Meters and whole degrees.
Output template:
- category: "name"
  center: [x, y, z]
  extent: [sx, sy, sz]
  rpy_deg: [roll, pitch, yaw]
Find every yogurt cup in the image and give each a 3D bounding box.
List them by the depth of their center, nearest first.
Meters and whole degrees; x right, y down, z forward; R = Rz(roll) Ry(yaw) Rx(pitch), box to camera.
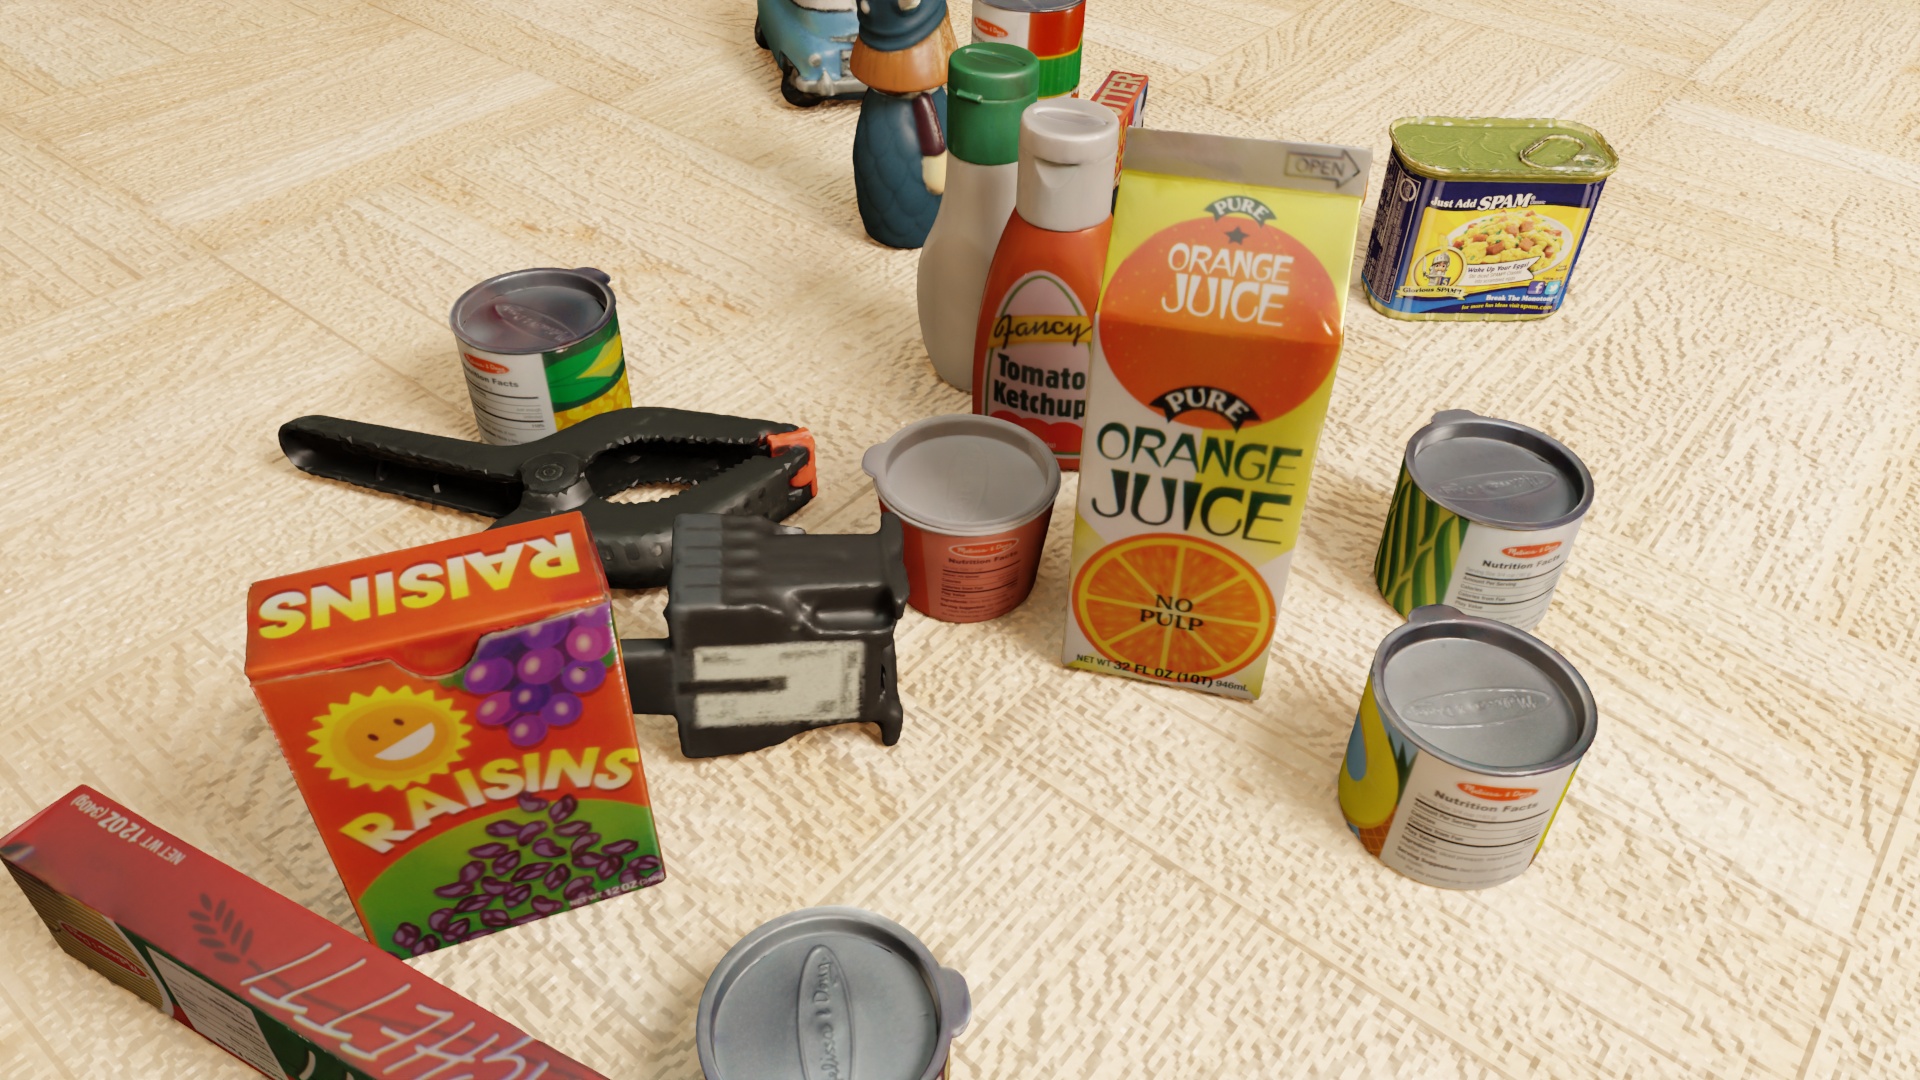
- category: "yogurt cup"
  center: [0.002, -0.006, 0.516]
  extent: [0.072, 0.053, 0.073]
  rpy_deg: [1, 41, -1]

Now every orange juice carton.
- category: "orange juice carton"
  center: [0.080, -0.042, 0.455]
  extent: [0.072, 0.191, 0.073]
  rpy_deg: [9, 41, 9]

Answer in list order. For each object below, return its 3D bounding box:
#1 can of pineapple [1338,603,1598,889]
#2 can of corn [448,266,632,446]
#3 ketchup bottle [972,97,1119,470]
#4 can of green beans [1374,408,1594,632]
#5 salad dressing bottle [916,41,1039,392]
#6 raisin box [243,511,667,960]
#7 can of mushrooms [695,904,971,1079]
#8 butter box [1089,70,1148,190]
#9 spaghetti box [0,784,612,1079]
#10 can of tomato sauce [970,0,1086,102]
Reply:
- category: "can of pineapple"
  center: [0.157, 0.065, 0.436]
  extent: [0.071, 0.057, 0.071]
  rpy_deg: [1, 41, -1]
- category: "can of corn"
  center: [-0.173, -0.075, 0.586]
  extent: [0.071, 0.058, 0.071]
  rpy_deg: [1, 41, -1]
- category: "ketchup bottle"
  center: [0.038, -0.099, 0.553]
  extent: [0.065, 0.148, 0.044]
  rpy_deg: [13, 42, 12]
- category: "can of green beans"
  center: [0.193, -0.004, 0.517]
  extent: [0.071, 0.057, 0.071]
  rpy_deg: [1, 41, -1]
- category: "salad dressing bottle"
  center: [0.012, -0.135, 0.594]
  extent: [0.064, 0.146, 0.044]
  rpy_deg: [24, 45, 24]
- category: "raisin box"
  center: [-0.134, 0.058, 0.385]
  extent: [0.086, 0.122, 0.040]
  rpy_deg: [-13, 43, -16]
- category: "can of mushrooms"
  center: [-0.033, 0.134, 0.368]
  extent: [0.071, 0.033, 0.071]
  rpy_deg: [1, 41, -1]
- category: "butter box"
  center: [0.077, -0.212, 0.758]
  extent: [0.024, 0.052, 0.104]
  rpy_deg: [14, 42, 14]
- category: "spaghetti box"
  center: [-0.144, 0.132, 0.353]
  extent: [0.250, 0.049, 0.029]
  rpy_deg: [20, 44, 20]
- category: "can of tomato sauce"
  center: [0.040, -0.283, 0.816]
  extent: [0.071, 0.082, 0.071]
  rpy_deg: [1, 41, -1]
